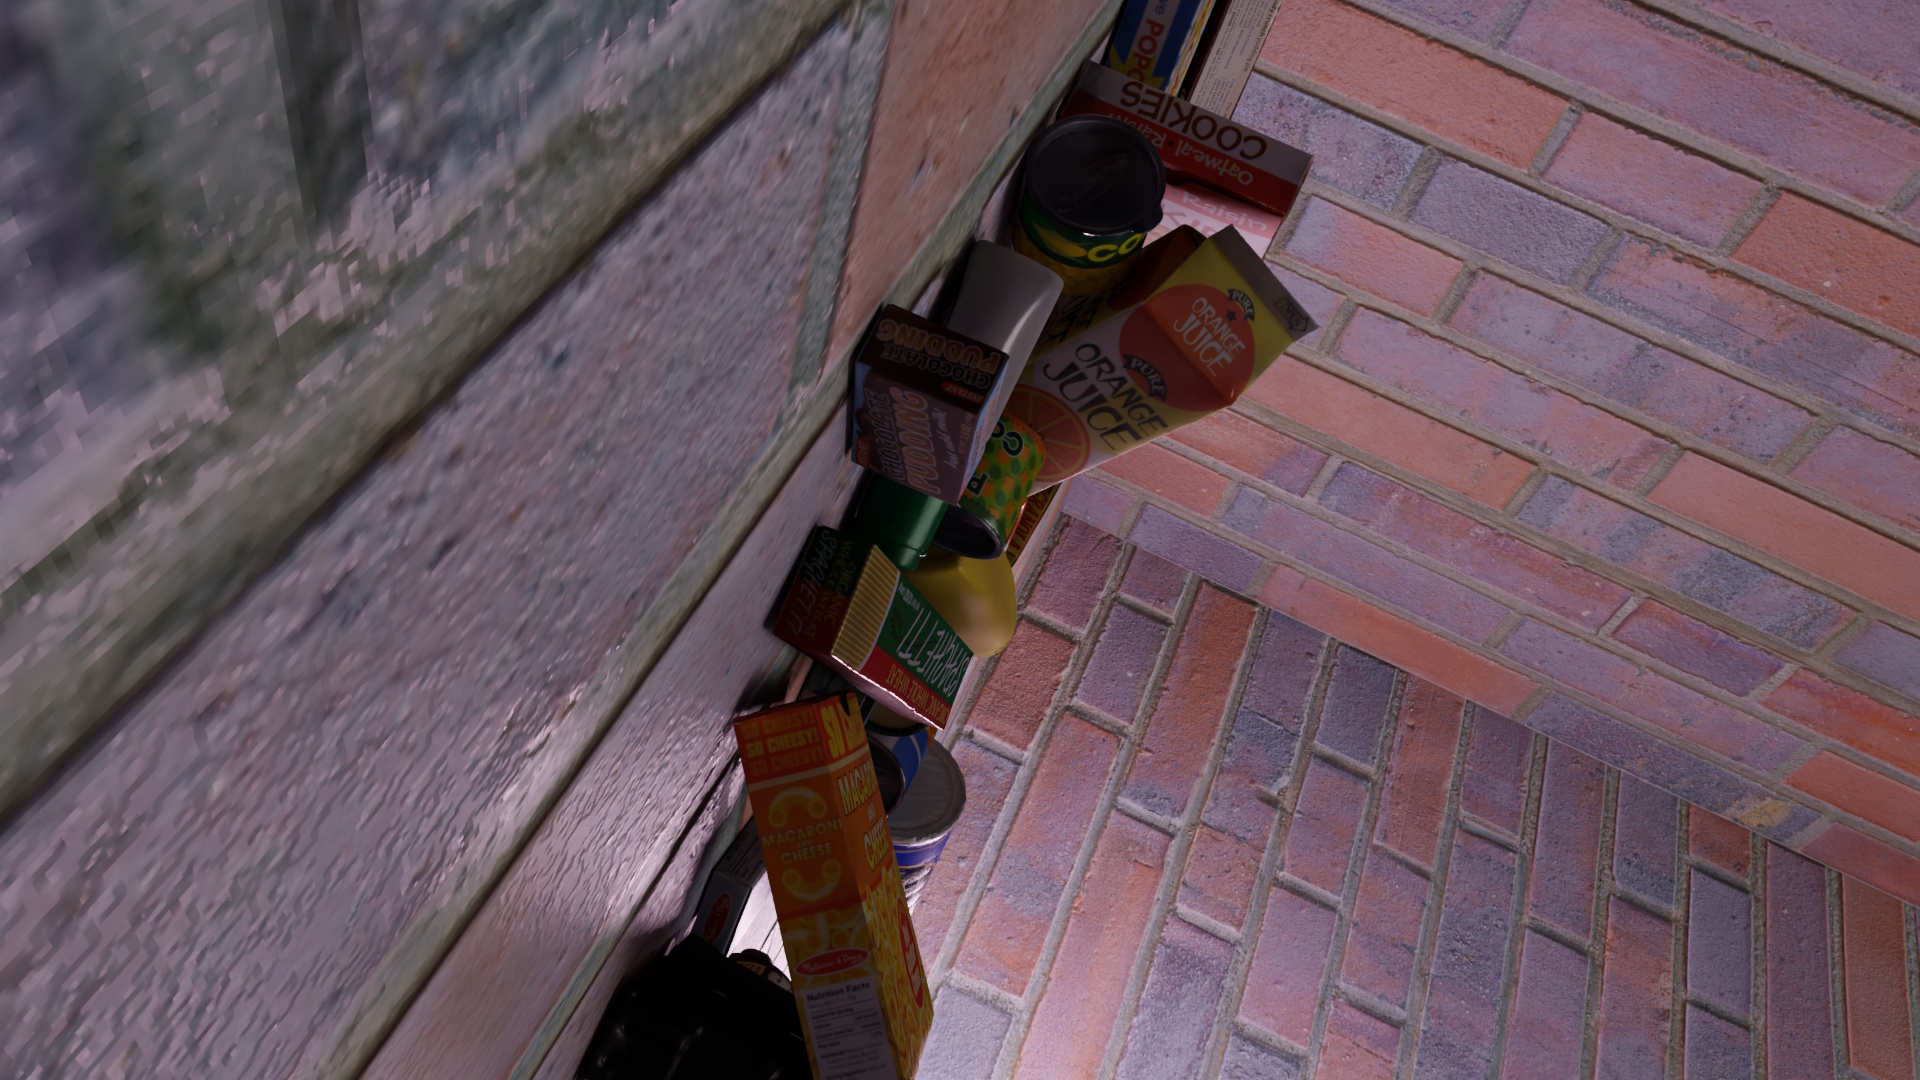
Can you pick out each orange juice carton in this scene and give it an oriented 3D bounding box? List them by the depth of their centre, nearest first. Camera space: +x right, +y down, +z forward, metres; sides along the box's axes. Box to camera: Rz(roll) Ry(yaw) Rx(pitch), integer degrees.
[{"bbox_3d":[0.087,-0.098,0.724,0.192,0.071,0.073,-24,-152,44],"label":"orange juice carton"}]

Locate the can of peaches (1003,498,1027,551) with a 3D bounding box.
[{"bbox_3d":[0.003,-0.011,0.854,0.071,0.058,0.071,-64,175,-9],"label":"can of peaches"}]

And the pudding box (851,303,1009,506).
[{"bbox_3d":[-0.014,-0.050,0.527,0.083,0.050,0.030,105,9,-67],"label":"pudding box"}]

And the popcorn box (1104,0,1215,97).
[{"bbox_3d":[0.112,-0.285,0.759,0.085,0.038,0.126,-61,174,-50],"label":"popcorn box"}]

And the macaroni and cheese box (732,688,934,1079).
[{"bbox_3d":[-0.053,0.153,0.627,0.123,0.040,0.166,47,30,-85],"label":"macaroni and cheese box"}]

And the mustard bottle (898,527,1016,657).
[{"bbox_3d":[0.001,0.031,0.793,0.159,0.065,0.049,61,38,-61],"label":"mustard bottle"}]

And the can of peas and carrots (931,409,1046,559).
[{"bbox_3d":[0.002,-0.033,0.692,0.070,0.071,0.059,102,13,-69],"label":"can of peas and carrots"}]

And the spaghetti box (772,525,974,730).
[{"bbox_3d":[-0.034,0.050,0.672,0.249,0.029,0.050,56,54,-72],"label":"spaghetti box"}]

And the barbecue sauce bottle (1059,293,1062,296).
[{"bbox_3d":[0.043,-0.110,0.872,0.064,0.044,0.149,106,10,-51],"label":"barbecue sauce bottle"}]

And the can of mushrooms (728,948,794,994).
[{"bbox_3d":[-0.133,0.284,0.838,0.070,0.071,0.033,-67,173,25],"label":"can of mushrooms"}]

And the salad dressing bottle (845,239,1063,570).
[{"bbox_3d":[-0.005,-0.059,0.624,0.147,0.044,0.064,-64,177,4],"label":"salad dressing bottle"}]

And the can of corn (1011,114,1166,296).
[{"bbox_3d":[0.062,-0.158,0.667,0.058,0.071,0.071,104,12,-69],"label":"can of corn"}]

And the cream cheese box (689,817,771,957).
[{"bbox_3d":[-0.113,0.179,0.765,0.053,0.024,0.104,-66,175,22],"label":"cream cheese box"}]

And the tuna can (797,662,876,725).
[{"bbox_3d":[-0.063,0.080,0.754,0.071,0.033,0.071,21,94,-85],"label":"tuna can"}]

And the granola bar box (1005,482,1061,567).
[{"bbox_3d":[0.019,0.007,1.072,0.123,0.039,0.166,-52,-178,32],"label":"granola bar box"}]

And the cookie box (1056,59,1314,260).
[{"bbox_3d":[0.110,-0.181,0.755,0.167,0.123,0.040,88,27,-80],"label":"cookie box"}]

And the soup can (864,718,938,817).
[{"bbox_3d":[-0.055,0.131,0.884,0.084,0.071,0.071,-56,170,-63],"label":"soup can"}]

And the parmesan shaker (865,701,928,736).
[{"bbox_3d":[-0.030,0.070,0.863,0.103,0.071,0.071,-56,170,-60],"label":"parmesan shaker"}]
